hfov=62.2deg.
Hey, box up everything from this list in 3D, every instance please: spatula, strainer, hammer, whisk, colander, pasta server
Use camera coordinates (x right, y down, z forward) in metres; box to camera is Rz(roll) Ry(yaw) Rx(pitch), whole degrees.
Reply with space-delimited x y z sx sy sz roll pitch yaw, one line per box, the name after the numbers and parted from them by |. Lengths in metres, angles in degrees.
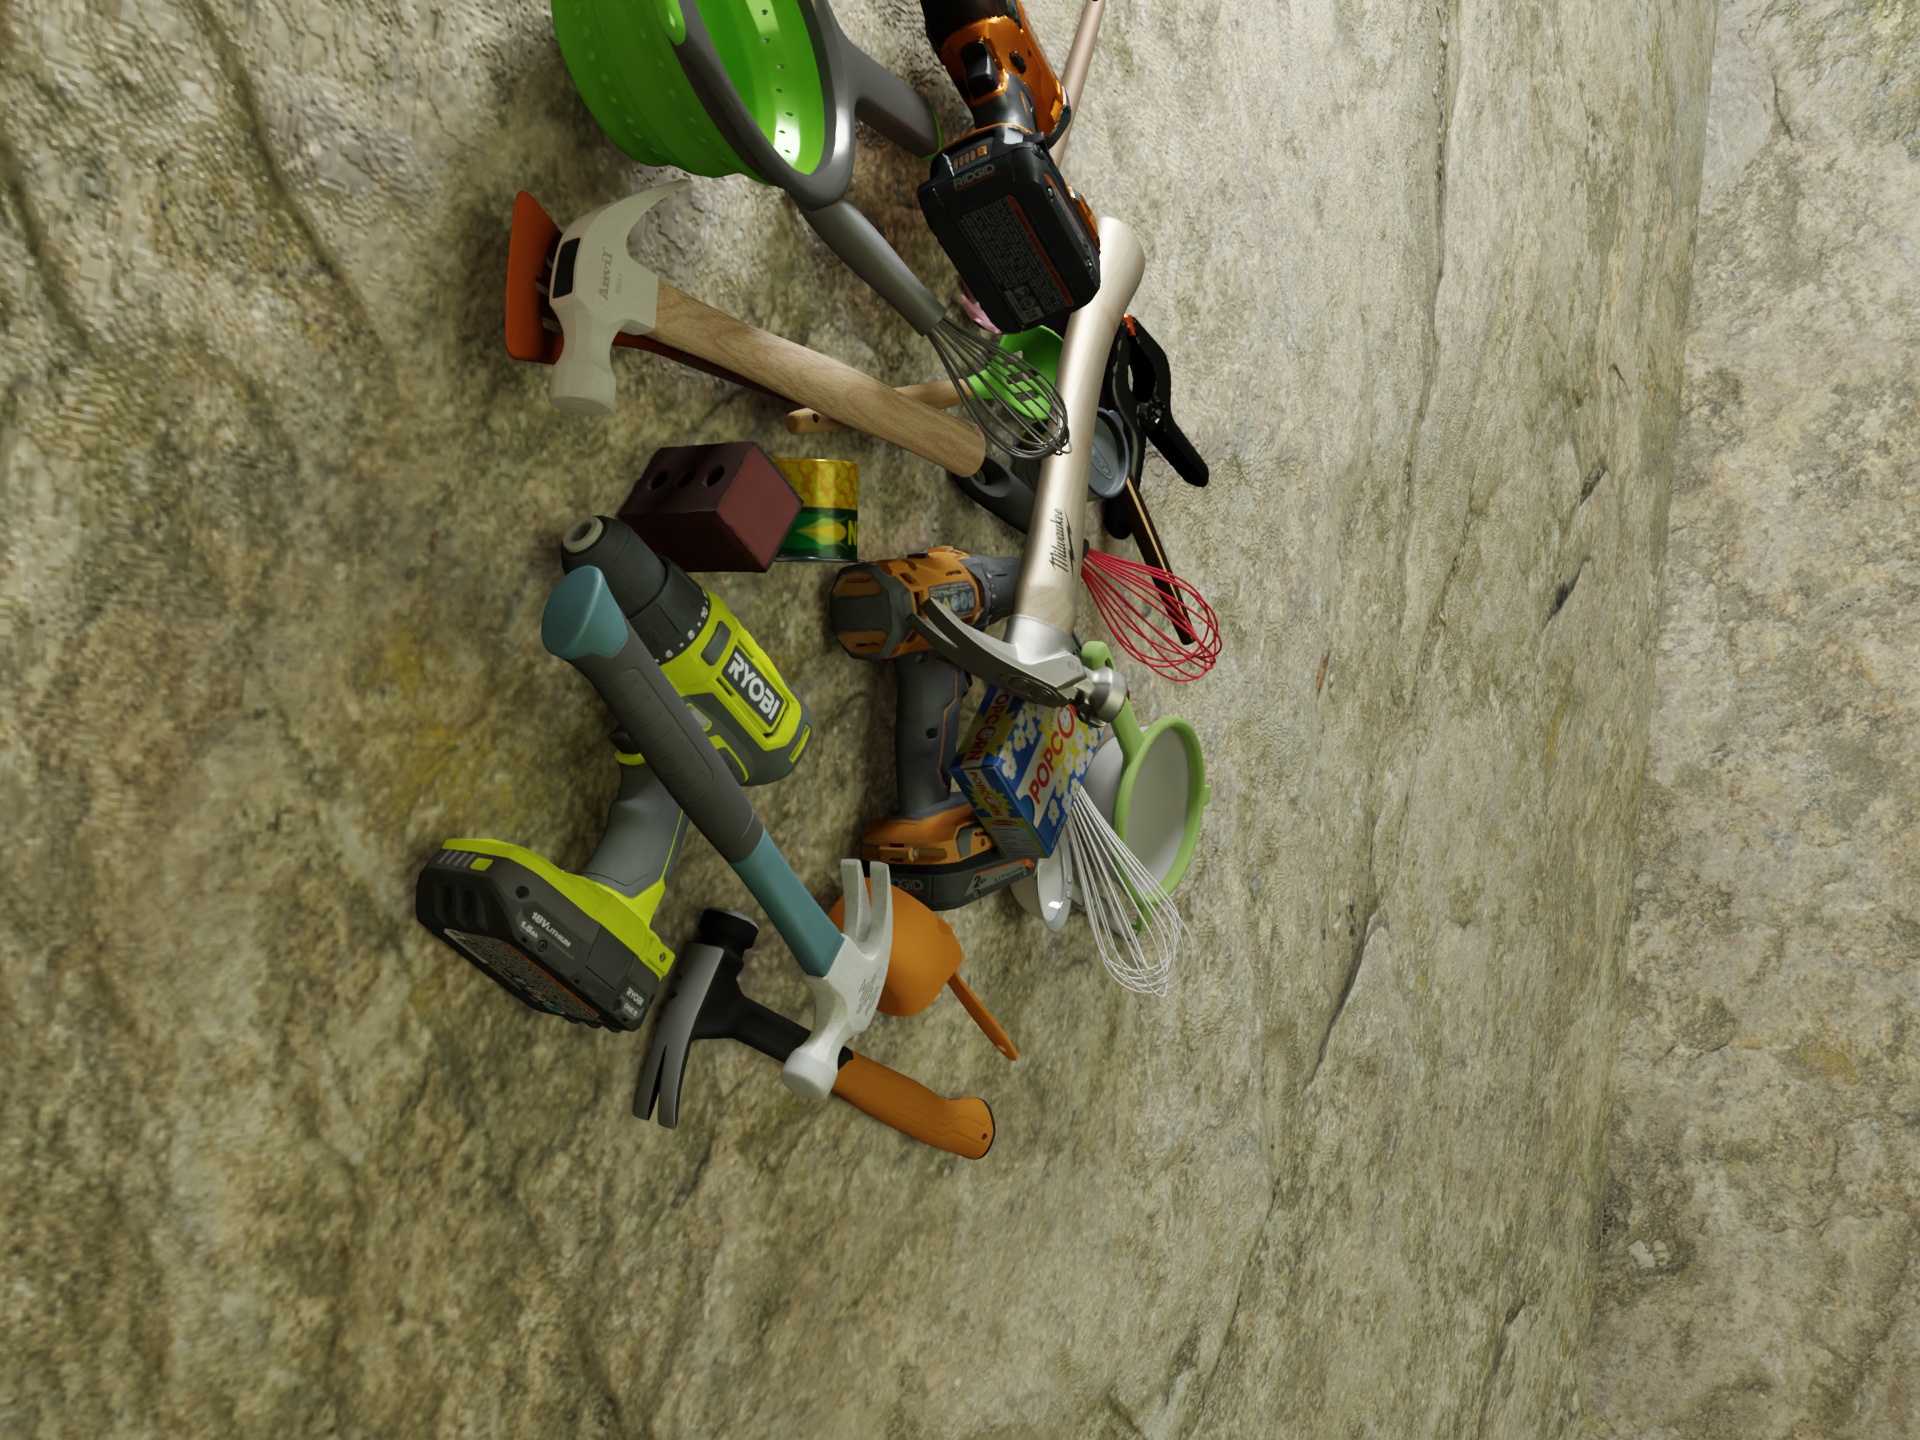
0.119 -0.192 1.217 0.060 0.018 0.315 -39 116 -27 | spatula
0.115 0.032 1.219 0.151 0.069 0.256 -59 140 -32 | strainer
0.067 -0.196 1.076 0.146 0.038 0.411 25 56 -22 | hammer
0.091 0.138 1.234 0.258 0.050 0.087 38 52 -55 | strainer
0.098 -0.113 1.170 0.295 0.073 0.073 34 67 -34 | whisk
0.088 0.071 1.152 0.070 0.070 0.284 -28 93 -48 | whisk
-0.075 0.237 1.028 0.336 0.034 0.127 40 62 -48 | hammer
-0.016 -0.247 0.979 0.238 0.055 0.055 43 57 -16 | whisk
-0.091 -0.196 0.889 0.331 0.031 0.130 12 79 -53 | hammer
-0.111 -0.354 0.875 0.397 0.094 0.204 -16 92 -70 | colander
-0.135 -0.203 0.889 0.322 0.041 0.081 6 87 -54 | spatula
0.063 -0.403 1.134 0.040 0.060 0.316 78 26 -70 | pasta server
-0.119 0.056 0.826 0.128 0.033 0.330 -62 140 -35 | hammer

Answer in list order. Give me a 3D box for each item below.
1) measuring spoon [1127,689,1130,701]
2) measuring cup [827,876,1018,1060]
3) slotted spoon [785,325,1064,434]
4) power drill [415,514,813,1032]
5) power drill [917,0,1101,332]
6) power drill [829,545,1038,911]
0.086 0.000 1.218 0.117 0.011 0.021 -26 125 -32 | measuring spoon
-0.025 0.178 1.023 0.173 0.095 0.052 53 58 -22 | measuring cup
-0.013 -0.215 1.043 0.314 0.031 0.070 -27 101 -53 | slotted spoon
-0.180 0.026 0.829 0.190 0.080 0.229 54 50 -43 | power drill
0.020 -0.373 0.988 0.164 0.084 0.227 47 32 -50 | power drill
-0.002 -0.003 1.064 0.185 0.084 0.226 -17 103 -53 | power drill
